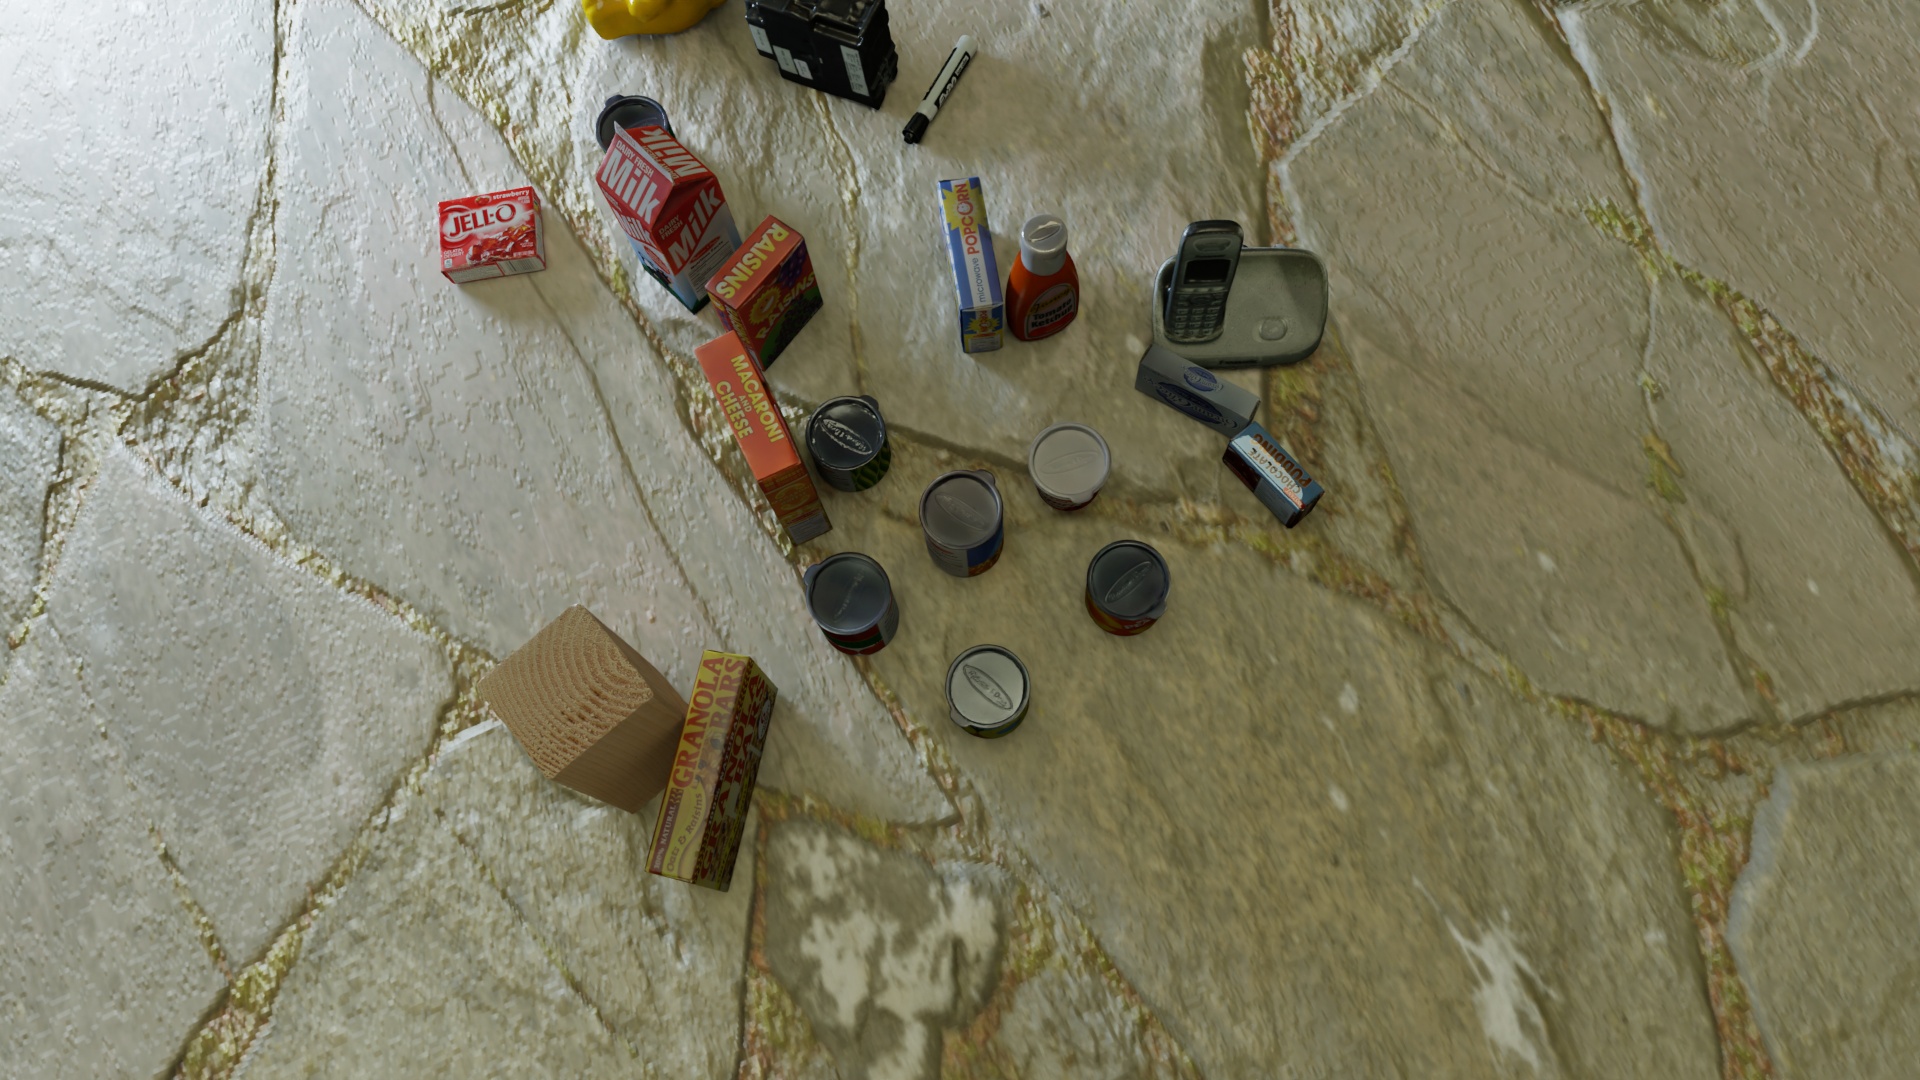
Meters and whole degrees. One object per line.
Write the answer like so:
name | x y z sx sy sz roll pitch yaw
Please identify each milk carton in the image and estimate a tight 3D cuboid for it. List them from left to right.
milk carton | -0.242 -0.275 1.164 0.072 0.190 0.073 43 79 14

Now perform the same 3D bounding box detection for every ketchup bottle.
ketchup bottle | 0.068 -0.219 1.154 0.065 0.148 0.043 -26 74 -5

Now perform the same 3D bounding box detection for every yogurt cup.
yogurt cup | 0.090 -0.058 1.152 0.072 0.053 0.072 -1 73 2

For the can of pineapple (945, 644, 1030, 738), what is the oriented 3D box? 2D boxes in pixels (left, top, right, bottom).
can of pineapple | 0.020 0.121 1.096 0.071 0.057 0.071 -1 73 2

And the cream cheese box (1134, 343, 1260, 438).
cream cheese box | 0.199 -0.124 1.168 0.104 0.053 0.024 29 76 11

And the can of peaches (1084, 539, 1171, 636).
can of peaches | 0.135 0.041 1.116 0.071 0.058 0.071 -1 73 2

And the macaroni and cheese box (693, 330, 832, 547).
macaroni and cheese box | -0.154 -0.078 1.110 0.040 0.166 0.124 -26 73 -5

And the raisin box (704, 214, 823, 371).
raisin box | -0.163 -0.207 1.174 0.040 0.123 0.086 37 78 12

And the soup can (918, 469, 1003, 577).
soup can | 0.004 -0.014 1.126 0.071 0.083 0.071 -1 73 2

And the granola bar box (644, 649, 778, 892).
granola bar box | -0.186 0.176 1.052 0.039 0.124 0.166 10 73 6

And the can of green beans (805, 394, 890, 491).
can of green beans | -0.093 -0.080 1.165 0.071 0.057 0.071 -1 73 2

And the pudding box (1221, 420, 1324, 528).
pudding box | 0.257 -0.054 1.146 0.030 0.049 0.084 -40 75 -9

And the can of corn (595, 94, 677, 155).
can of corn | -0.292 -0.362 1.263 0.071 0.058 0.071 -1 73 2

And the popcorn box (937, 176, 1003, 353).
popcorn box | 0.009 -0.236 1.196 0.038 0.085 0.127 -10 72 0

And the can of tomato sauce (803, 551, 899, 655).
can of tomato sauce | -0.087 0.052 1.109 0.071 0.083 0.071 -1 73 2
